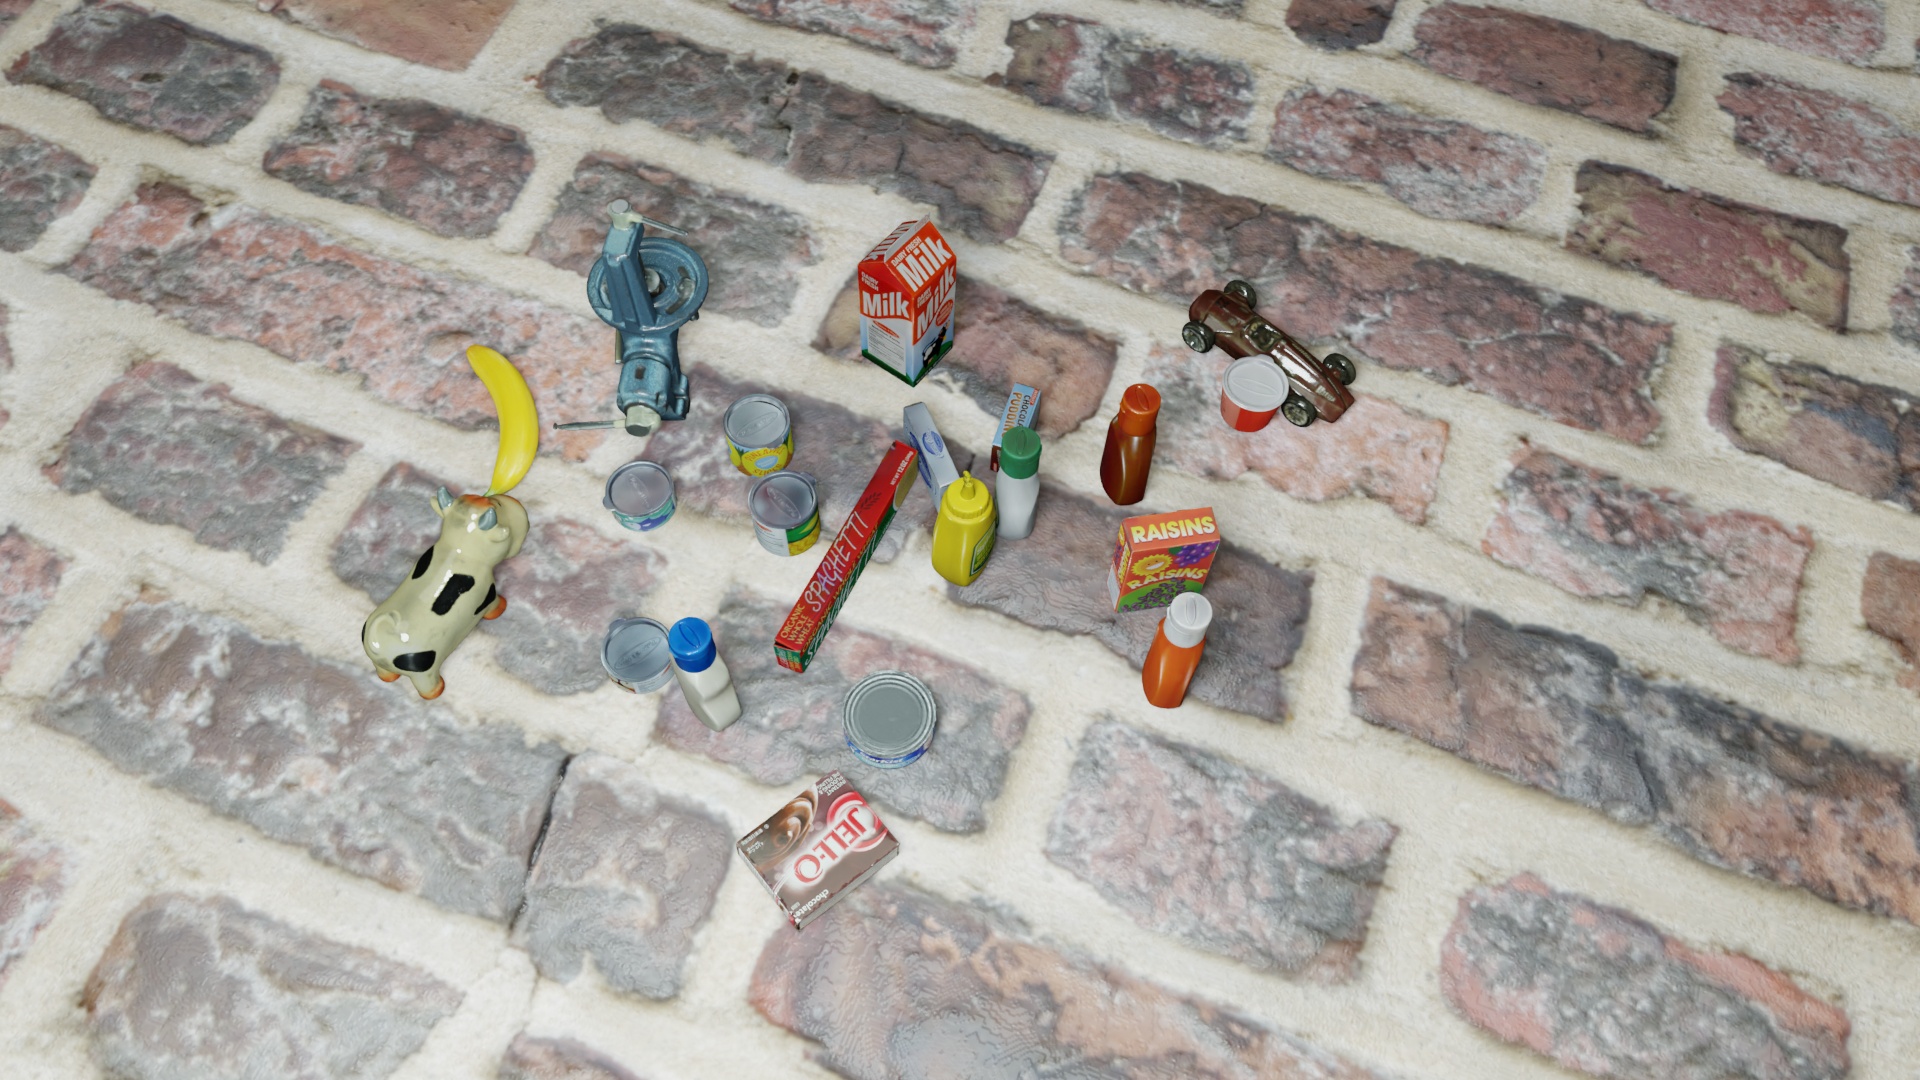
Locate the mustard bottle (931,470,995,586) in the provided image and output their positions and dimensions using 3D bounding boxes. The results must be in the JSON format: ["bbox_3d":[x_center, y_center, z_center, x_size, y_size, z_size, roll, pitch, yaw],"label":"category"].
[{"bbox_3d":[0.005,-0.016,1.297,0.049,0.159,0.065,28,63,13],"label":"mustard bottle"}]

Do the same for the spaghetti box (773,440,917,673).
[{"bbox_3d":[-0.107,0.014,1.340,0.029,0.050,0.251,23,62,11],"label":"spaghetti box"}]

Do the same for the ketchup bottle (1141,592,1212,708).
[{"bbox_3d":[0.194,0.096,1.246,0.043,0.148,0.065,5,60,1],"label":"ketchup bottle"}]

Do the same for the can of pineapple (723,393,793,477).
[{"bbox_3d":[-0.202,-0.103,1.399,0.071,0.057,0.071,1,60,-1],"label":"can of pineapple"}]

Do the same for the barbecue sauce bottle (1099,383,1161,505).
[{"bbox_3d":[0.166,-0.096,1.355,0.044,0.147,0.065,-11,61,-8],"label":"barbecue sauce bottle"}]

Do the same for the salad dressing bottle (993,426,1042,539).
[{"bbox_3d":[0.054,-0.055,1.328,0.044,0.147,0.064,6,61,2],"label":"salad dressing bottle"}]

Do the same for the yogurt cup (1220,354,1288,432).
[{"bbox_3d":[0.302,-0.149,1.444,0.072,0.053,0.073,1,60,-1],"label":"yogurt cup"}]

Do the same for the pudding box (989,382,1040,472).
[{"bbox_3d":[0.057,-0.113,1.418,0.030,0.049,0.084,17,61,8],"label":"pudding box"}]

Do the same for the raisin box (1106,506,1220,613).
[{"bbox_3d":[0.189,0.019,1.304,0.086,0.122,0.040,-7,61,-6],"label":"raisin box"}]

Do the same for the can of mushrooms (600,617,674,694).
[{"bbox_3d":[-0.299,0.106,1.290,0.071,0.033,0.071,1,60,-1],"label":"can of mushrooms"}]

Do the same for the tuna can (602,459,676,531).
[{"bbox_3d":[-0.318,-0.043,1.375,0.071,0.032,0.071,1,60,-1],"label":"tuna can"}]

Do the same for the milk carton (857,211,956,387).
[{"bbox_3d":[-0.054,-0.249,1.412,0.073,0.189,0.072,34,65,16],"label":"milk carton"}]

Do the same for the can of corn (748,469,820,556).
[{"bbox_3d":[-0.169,-0.027,1.357,0.071,0.058,0.071,1,60,-1],"label":"can of corn"}]

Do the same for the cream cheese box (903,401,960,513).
[{"bbox_3d":[-0.029,-0.083,1.396,0.024,0.053,0.104,-19,62,-12],"label":"cream cheese box"}]

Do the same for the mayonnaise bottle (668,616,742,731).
[{"bbox_3d":[-0.227,0.115,1.221,0.041,0.147,0.065,-36,67,-20],"label":"mayonnaise bottle"}]
